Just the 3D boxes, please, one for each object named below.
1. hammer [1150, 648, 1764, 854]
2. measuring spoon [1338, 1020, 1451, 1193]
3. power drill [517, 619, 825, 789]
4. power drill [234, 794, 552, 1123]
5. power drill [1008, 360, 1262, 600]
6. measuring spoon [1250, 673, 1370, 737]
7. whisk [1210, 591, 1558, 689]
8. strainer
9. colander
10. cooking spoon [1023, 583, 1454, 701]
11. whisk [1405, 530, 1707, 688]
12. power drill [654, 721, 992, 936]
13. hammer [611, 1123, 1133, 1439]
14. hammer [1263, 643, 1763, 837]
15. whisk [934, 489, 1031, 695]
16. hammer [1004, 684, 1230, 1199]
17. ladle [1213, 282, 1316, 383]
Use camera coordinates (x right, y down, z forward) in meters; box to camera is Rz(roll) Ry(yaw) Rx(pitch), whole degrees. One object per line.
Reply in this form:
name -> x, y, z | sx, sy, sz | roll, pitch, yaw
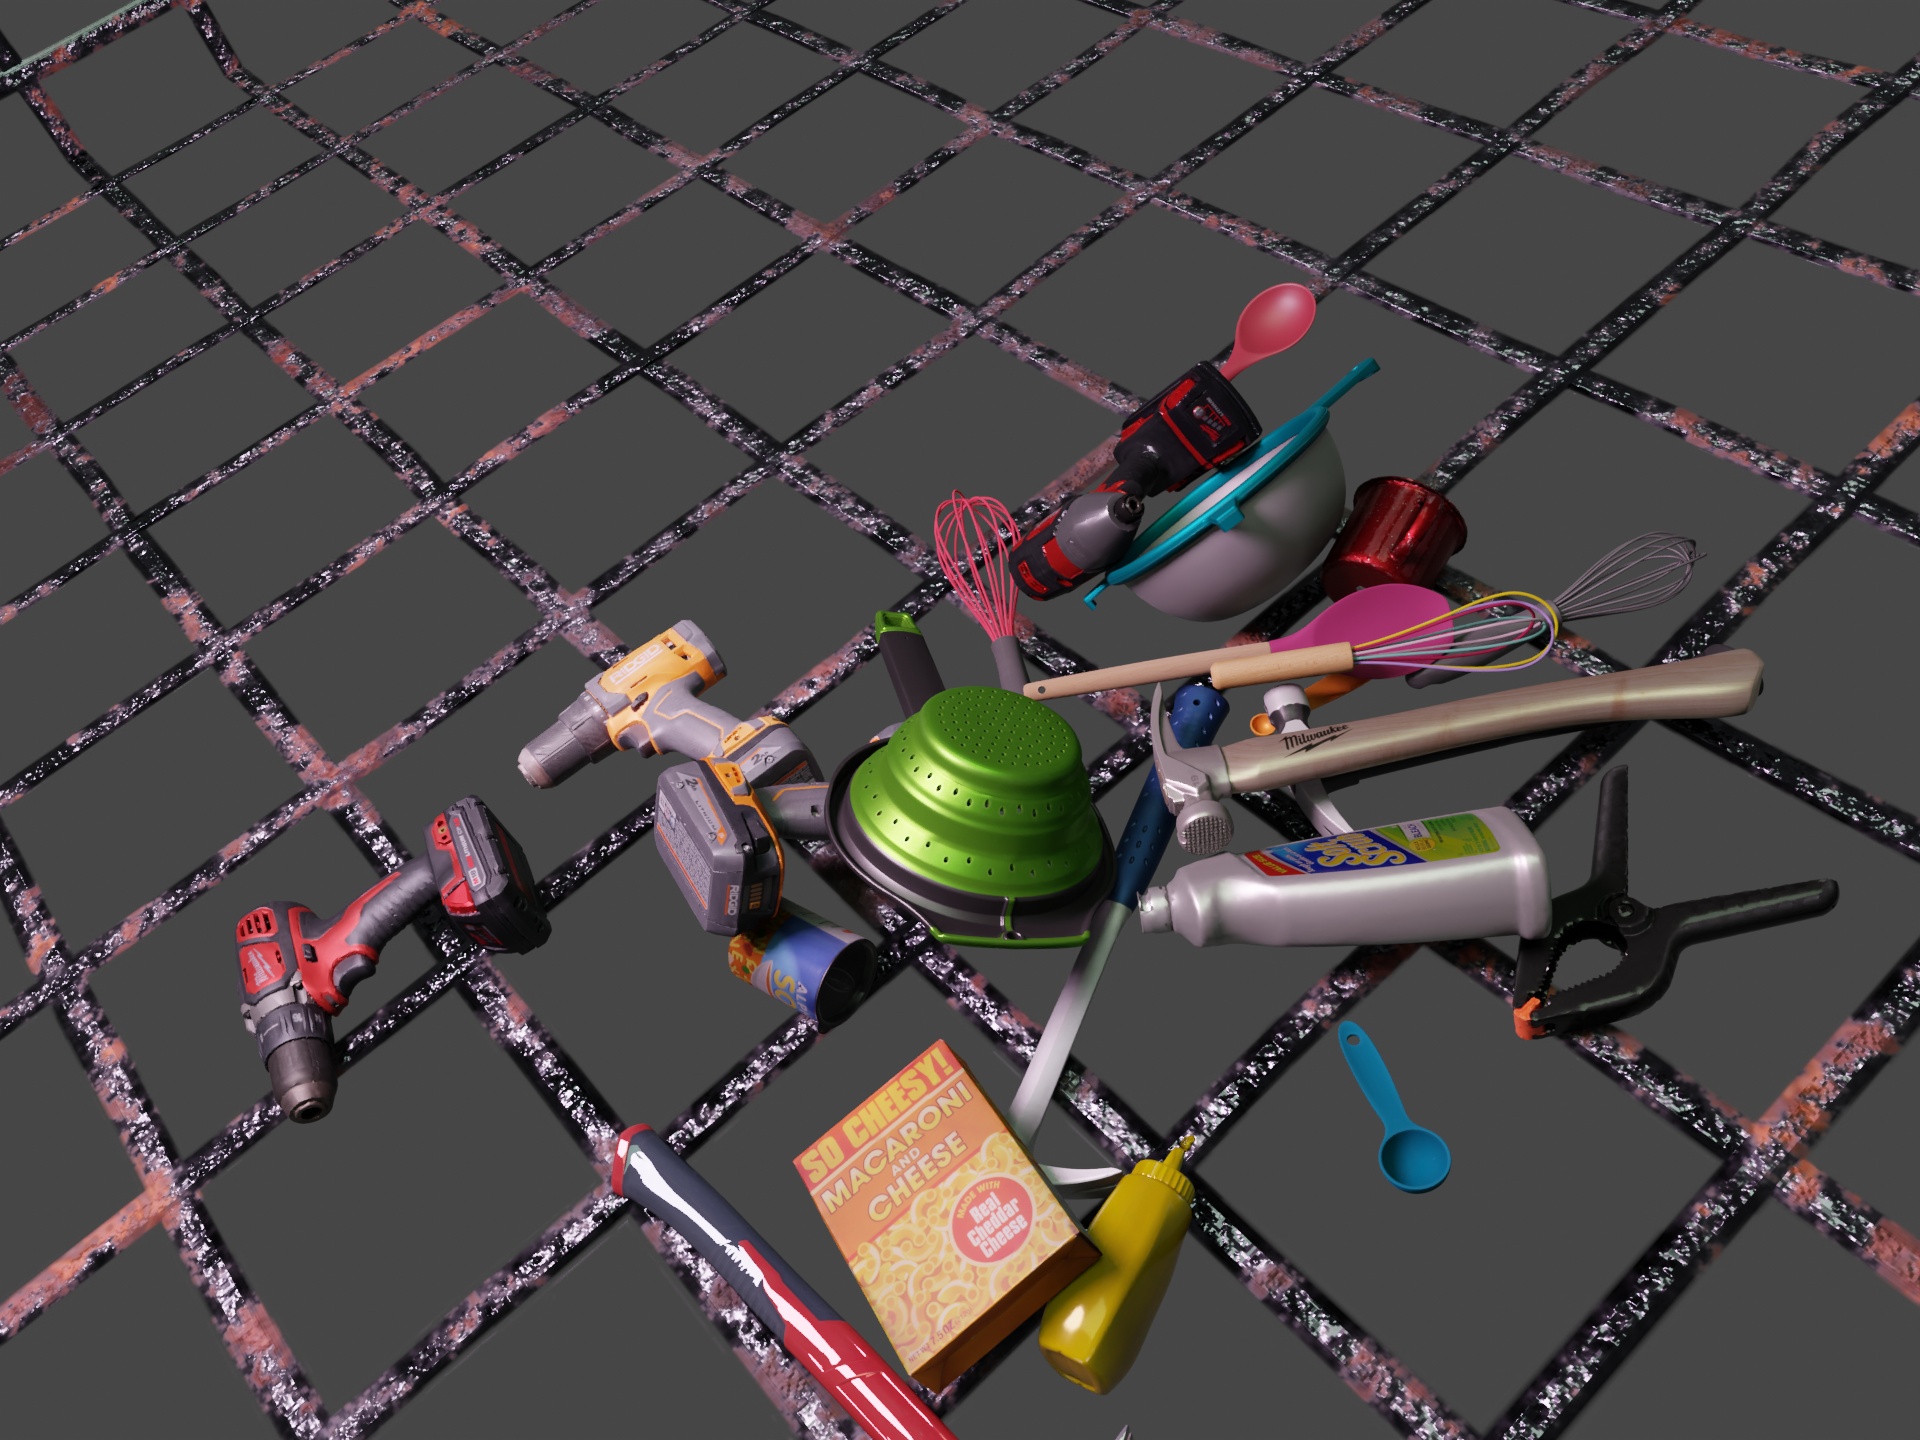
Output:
hammer -> 0.337, -0.003, 1.094 | 0.410, 0.038, 0.146 | -10, 40, 1
measuring spoon -> 0.265, 0.241, 0.990 | 0.042, 0.021, 0.129 | -19, 41, 1
power drill -> -0.233, 0.029, 1.252 | 0.185, 0.084, 0.226 | -37, 48, -15
power drill -> -0.427, 0.177, 1.186 | 0.226, 0.080, 0.188 | -29, 50, -5
power drill -> 0.140, -0.189, 1.270 | 0.078, 0.143, 0.220 | 49, 57, -8
measuring spoon -> 0.269, -0.016, 1.199 | 0.117, 0.011, 0.021 | -27, 56, -12
whisk -> 0.303, -0.053, 1.145 | 0.245, 0.047, 0.051 | -8, 35, 9
strainer -> 0.261, -0.177, 1.262 | 0.340, 0.211, 0.095 | -41, 96, -32
colander -> -0.002, -0.004, 1.125 | 0.204, 0.094, 0.398 | 4, 33, -19
cooking spoon -> 0.204, -0.047, 1.182 | 0.319, 0.017, 0.069 | -10, 90, 5
whisk -> 0.440, -0.078, 1.178 | 0.239, 0.055, 0.055 | -25, 50, 0
power drill -> -0.083, 0.080, 1.120 | 0.226, 0.084, 0.164 | -10, 38, -29
hammer -> -0.076, 0.361, 0.966 | 0.143, 0.038, 0.387 | -42, 54, -20
hammer -> 0.395, 0.006, 1.125 | 0.335, 0.035, 0.146 | -12, 54, 3
whisk -> 0.032, -0.076, 1.278 | 0.073, 0.073, 0.296 | -15, 55, 2
hammer -> 0.108, 0.140, 1.097 | 0.144, 0.035, 0.406 | 13, 56, 24
ladle -> 0.214, -0.283, 1.416 | 0.069, 0.031, 0.315 | 29, 66, 33
